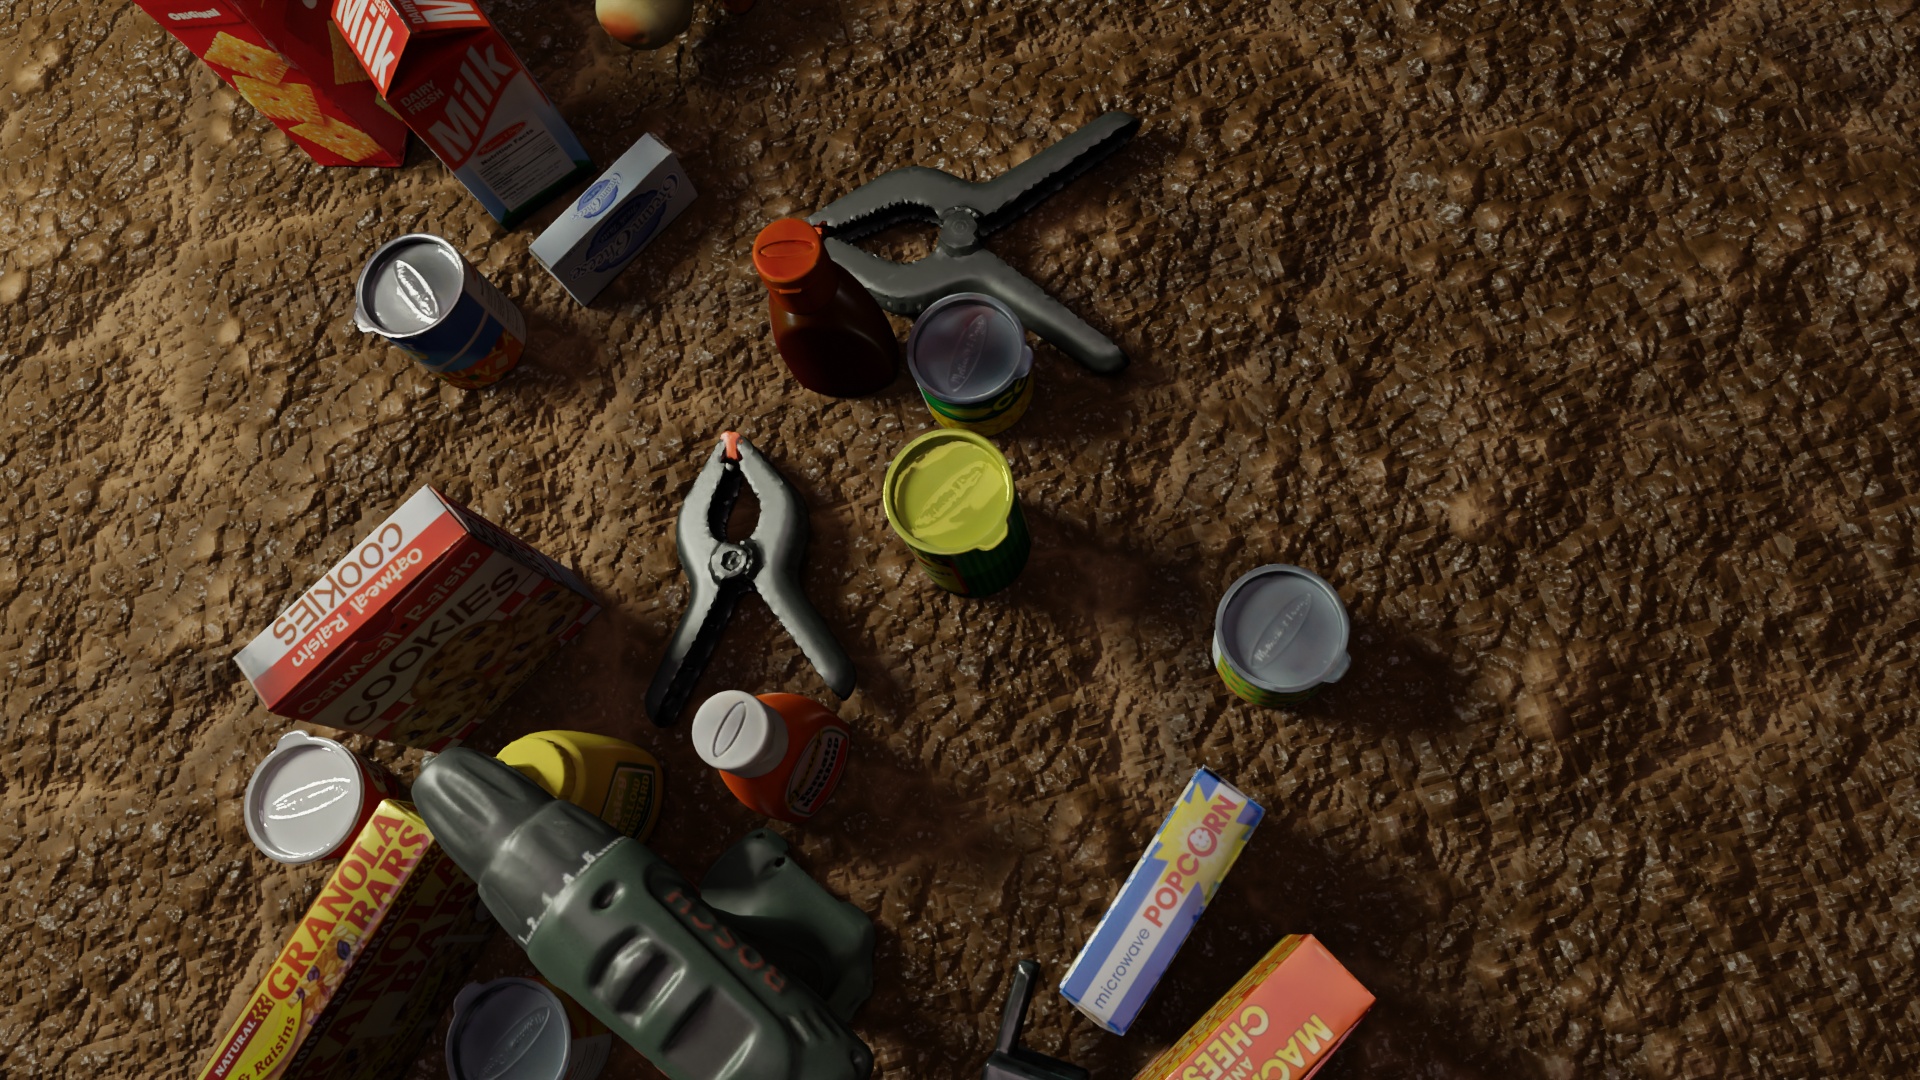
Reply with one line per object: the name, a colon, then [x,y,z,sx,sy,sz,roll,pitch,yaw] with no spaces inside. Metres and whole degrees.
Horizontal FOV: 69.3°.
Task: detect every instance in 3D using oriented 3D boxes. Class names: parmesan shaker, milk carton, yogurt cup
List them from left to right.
yogurt cup: [-0.350,0.146,0.770,0.072,0.054,0.072,-2,74,7]
milk carton: [-0.294,-0.270,0.812,0.073,0.190,0.072,-36,73,-3]
parmesan shaker: [0.003,-0.009,0.740,0.071,0.103,0.071,-2,74,8]

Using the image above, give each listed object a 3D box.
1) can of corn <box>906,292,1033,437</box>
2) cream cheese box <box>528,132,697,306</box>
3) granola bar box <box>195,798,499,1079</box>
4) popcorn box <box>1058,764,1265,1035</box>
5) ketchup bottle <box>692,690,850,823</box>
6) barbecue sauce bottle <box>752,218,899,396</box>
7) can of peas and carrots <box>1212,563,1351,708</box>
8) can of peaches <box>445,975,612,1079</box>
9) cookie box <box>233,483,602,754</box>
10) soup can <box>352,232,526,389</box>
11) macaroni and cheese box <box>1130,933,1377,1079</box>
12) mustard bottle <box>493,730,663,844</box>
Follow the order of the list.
can of corn: [0.009,-0.097,0.788,0.071,0.058,0.071,-2,74,7]
cream cheese box: [-0.211,-0.196,0.850,0.024,0.053,0.104,41,83,16]
granola bar box: [-0.295,0.215,0.705,0.039,0.124,0.166,28,80,15]
popcorn box: [0.099,0.177,0.682,0.038,0.085,0.127,33,81,15]
ketchup bottle: [-0.095,0.105,0.696,0.043,0.148,0.065,23,79,14]
barbecue sauce bottle: [-0.076,-0.125,0.761,0.065,0.148,0.044,-2,74,8]
can of peas and carrots: [0.167,0.052,0.722,0.071,0.058,0.071,-2,74,7]
can of peaches: [-0.223,0.257,0.717,0.071,0.058,0.071,-2,74,7]
cookie box: [-0.274,0.048,0.728,0.123,0.167,0.040,-44,73,-5]
soup can: [-0.310,-0.134,0.830,0.071,0.083,0.071,-2,74,8]
macaroni and cheese box: [0.120,0.232,0.620,0.124,0.166,0.040,-43,73,-5]
mustard bottle: [-0.197,0.126,0.698,0.049,0.160,0.065,12,76,11]
